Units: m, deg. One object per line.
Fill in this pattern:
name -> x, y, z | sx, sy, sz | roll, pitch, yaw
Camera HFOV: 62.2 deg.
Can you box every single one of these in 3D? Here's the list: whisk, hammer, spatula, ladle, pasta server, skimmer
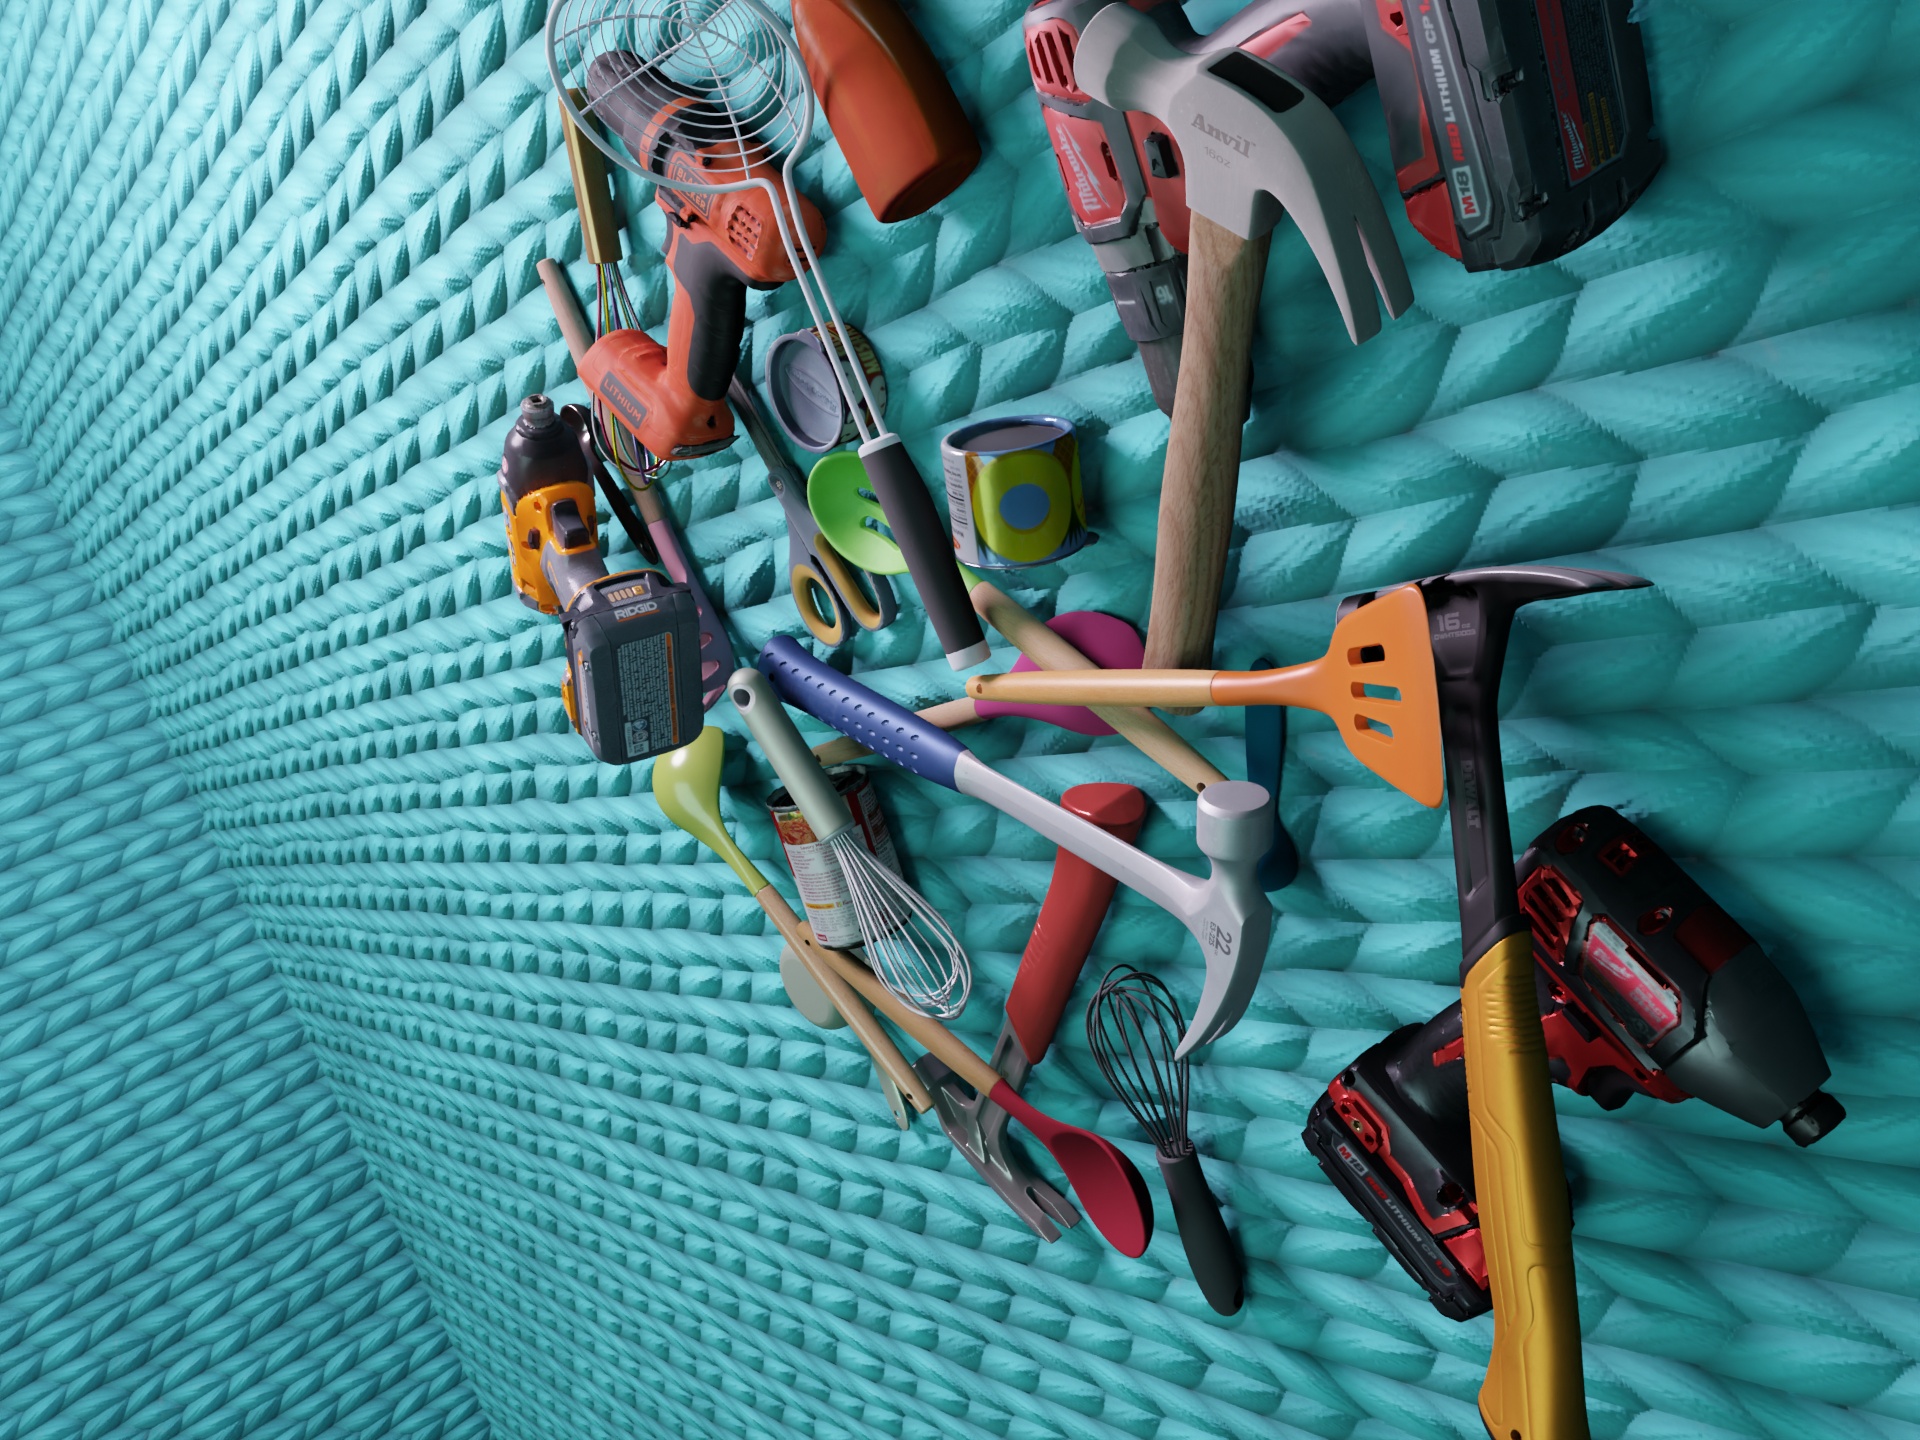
whisk -> -0.216, -0.262, 0.987 | 0.051, 0.047, 0.244 | 17, 122, 46
hammer -> 0.053, 0.171, 0.944 | 0.149, 0.037, 0.358 | 43, 140, 24
spatula -> 0.091, -0.013, 0.696 | 0.323, 0.041, 0.081 | 2, 101, 56
ladle -> 0.003, 0.212, 0.976 | 0.316, 0.031, 0.069 | 34, 136, 33
pasta server -> -0.220, -0.156, 1.064 | 0.060, 0.040, 0.316 | -10, 104, 64
skimmer -> -0.080, -0.184, 0.770 | 0.127, 0.090, 0.363 | -17, 100, 37
hammer -> 0.208, 0.111, 0.593 | 0.127, 0.034, 0.337 | -7, 88, 60
hammer -> 0.009, 0.037, 0.856 | 0.406, 0.035, 0.144 | 28, 128, 47
ladle -> -0.111, 0.133, 1.095 | 0.320, 0.062, 0.078 | 50, 134, 16
whisk -> 0.122, 0.242, 0.902 | 0.055, 0.055, 0.238 | 5, 120, 49
hammer -> 0.099, -0.106, 0.633 | 0.130, 0.031, 0.331 | 40, 155, 26
whisk -> -0.068, 0.073, 0.952 | 0.058, 0.059, 0.246 | -35, 85, 32

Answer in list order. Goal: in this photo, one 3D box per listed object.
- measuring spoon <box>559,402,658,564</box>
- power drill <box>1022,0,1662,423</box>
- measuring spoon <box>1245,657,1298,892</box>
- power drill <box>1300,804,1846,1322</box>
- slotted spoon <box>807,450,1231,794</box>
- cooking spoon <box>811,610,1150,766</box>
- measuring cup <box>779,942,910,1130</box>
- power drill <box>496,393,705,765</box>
measuring spoon -> -0.239, -0.165, 1.104 | 0.034, 0.018, 0.124 | -13, 109, 53
power drill -> 0.127, -0.195, 0.581 | 0.227, 0.080, 0.187 | 10, 127, 52
measuring spoon -> 0.138, 0.030, 0.757 | 0.042, 0.021, 0.128 | 24, 131, 41
power drill -> 0.247, 0.150, 0.656 | 0.143, 0.078, 0.219 | 50, 139, 25
slotted spoon -> 0.026, -0.050, 0.822 | 0.314, 0.031, 0.070 | 41, 135, 31
cooking spoon -> -0.001, -0.003, 0.911 | 0.319, 0.017, 0.068 | -17, 99, 53
measuring cup -> -0.081, 0.226, 1.139 | 0.083, 0.038, 0.167 | -15, 99, 54
power drill -> -0.243, -0.098, 1.036 | 0.227, 0.084, 0.164 | 53, 151, 38
